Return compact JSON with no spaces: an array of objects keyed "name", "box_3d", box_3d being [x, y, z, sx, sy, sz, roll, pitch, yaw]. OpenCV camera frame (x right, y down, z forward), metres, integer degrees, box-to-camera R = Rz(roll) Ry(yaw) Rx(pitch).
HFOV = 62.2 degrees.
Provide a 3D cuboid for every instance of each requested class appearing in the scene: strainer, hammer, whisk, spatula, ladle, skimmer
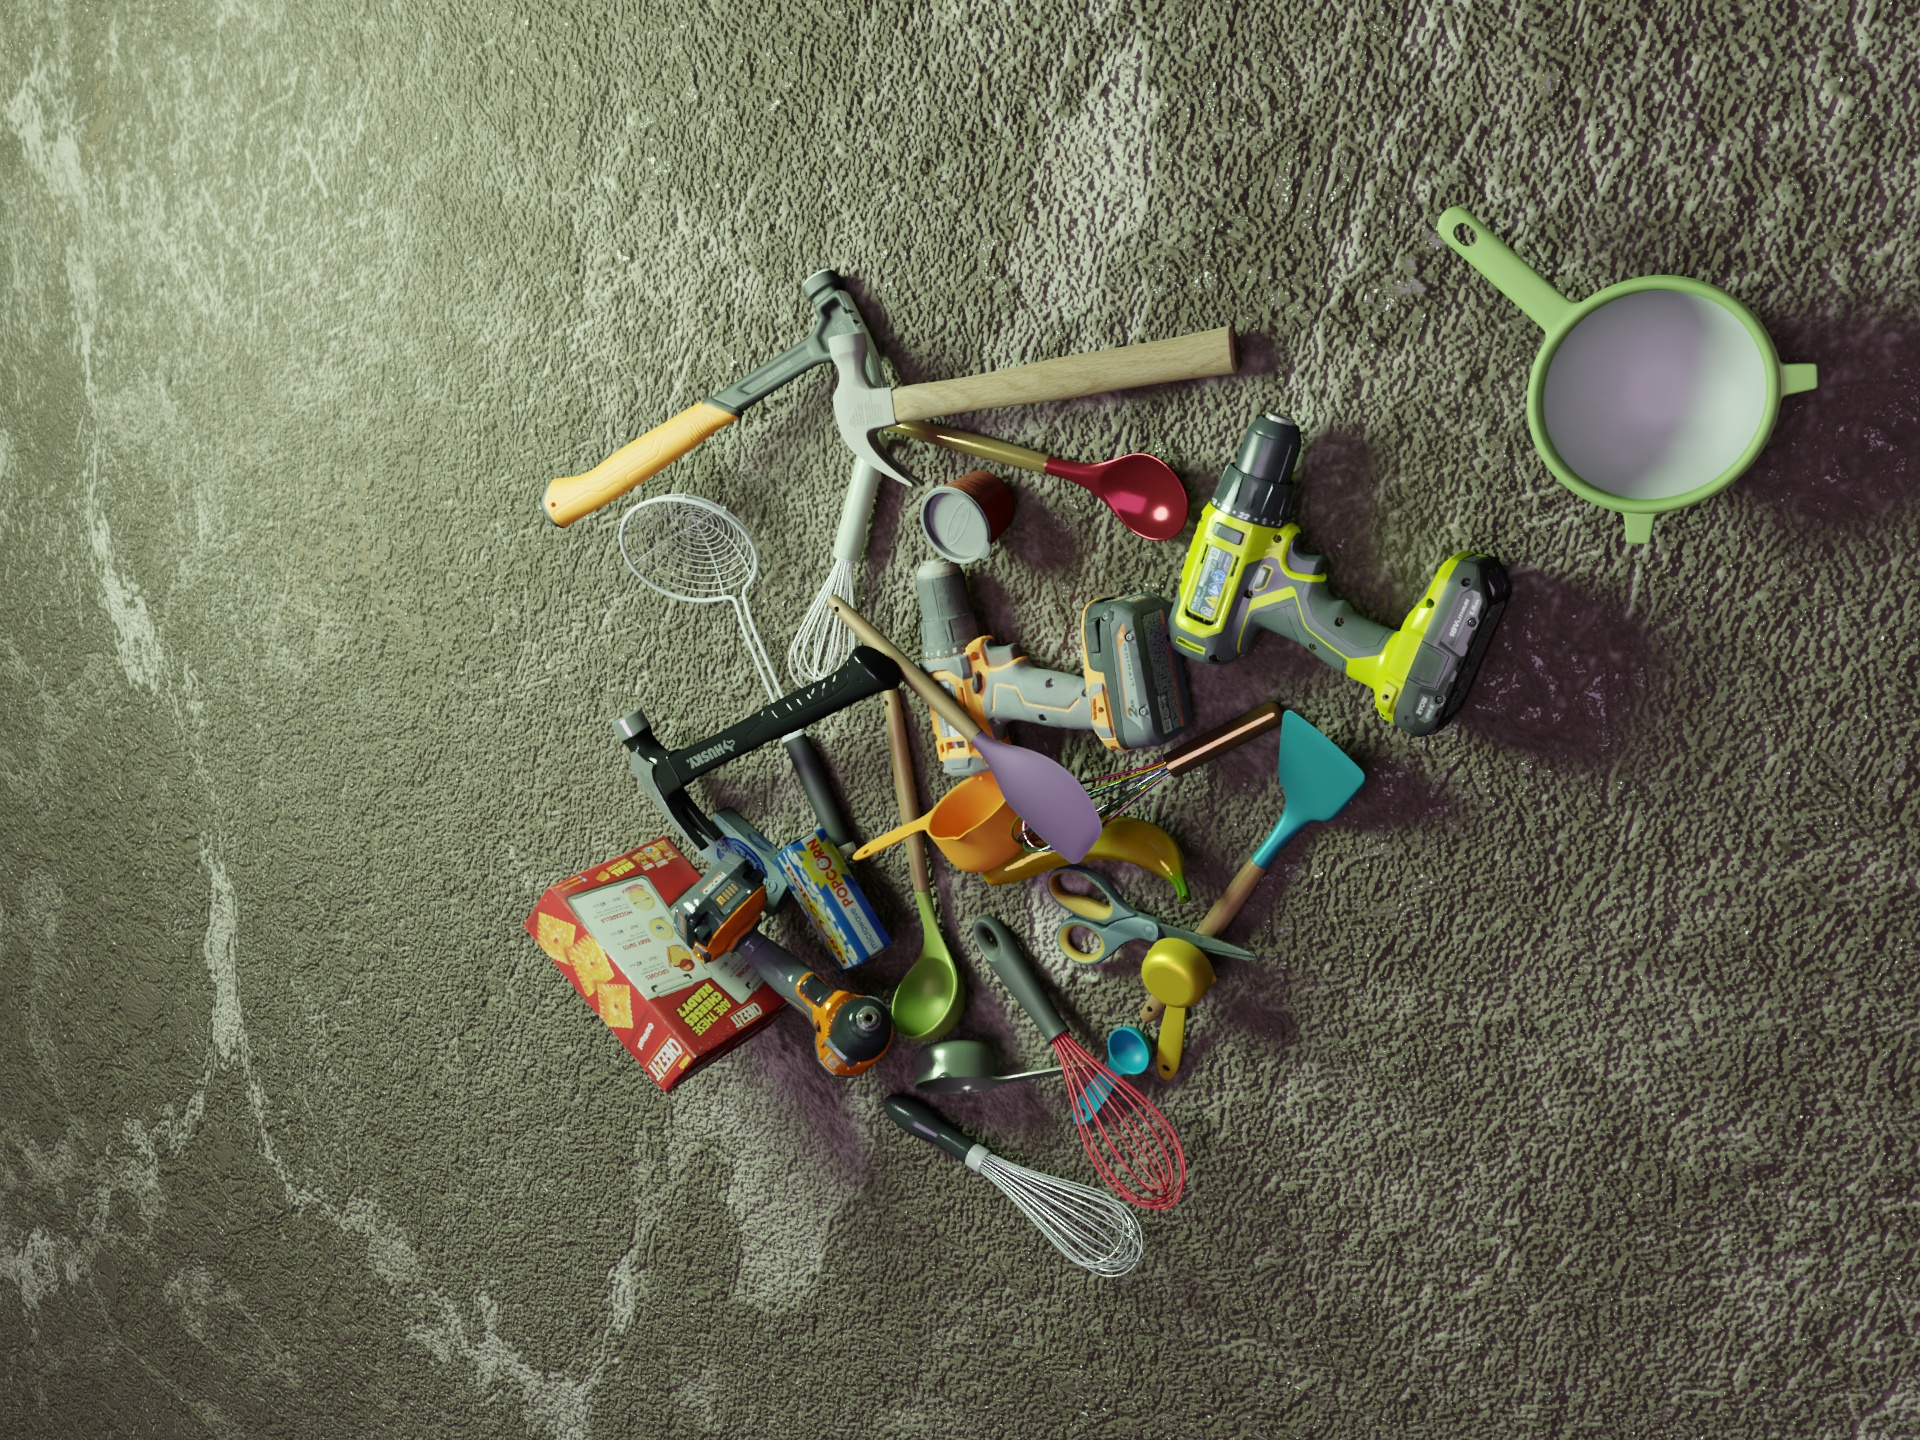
[{"name":"strainer","box_3d":[0.420,-0.251,1.052,0.256,0.069,0.151,47,122,13]},{"name":"hammer","box_3d":[-0.222,-0.253,1.384,0.337,0.034,0.127,-27,82,16]},{"name":"whisk","box_3d":[0.043,0.414,1.445,0.285,0.070,0.070,26,114,28]},{"name":"spatula","box_3d":[0.220,0.133,1.277,0.082,0.044,0.317,45,122,27]},{"name":"ladle","box_3d":[0.050,-0.213,1.299,0.315,0.031,0.069,20,123,26]},{"name":"hammer","box_3d":[0.054,-0.262,1.252,0.331,0.031,0.130,-5,100,22]},{"name":"spatula","box_3d":[-0.002,-0.004,1.308,0.316,0.018,0.059,43,115,21]},{"name":"whisk","box_3d":[-0.101,-0.136,1.395,0.059,0.058,0.246,12,110,-10]},{"name":"hammer","box_3d":[-0.175,0.012,1.415,0.335,0.035,0.146,-24,98,40]},{"name":"whisk","box_3d":[0.146,0.045,1.273,0.245,0.051,0.047,-28,105,18]},{"name":"ladle","box_3d":[-0.047,0.129,1.423,0.078,0.062,0.320,-3,98,47]},{"name":"skimmer","box_3d":[-0.193,-0.035,1.443,0.127,0.090,0.363,-23,90,32]},{"name":"whisk","box_3d":[0.095,0.288,1.364,0.073,0.073,0.296,-48,65,30]}]

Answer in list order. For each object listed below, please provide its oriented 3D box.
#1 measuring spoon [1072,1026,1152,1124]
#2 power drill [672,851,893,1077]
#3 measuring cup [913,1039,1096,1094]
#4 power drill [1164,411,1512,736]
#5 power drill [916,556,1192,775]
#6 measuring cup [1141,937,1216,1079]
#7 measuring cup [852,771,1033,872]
[{"name":"measuring spoon","box_3d":[0.133,0.311,1.391,0.042,0.021,0.128,45,129,22]},{"name":"power drill","box_3d":[-0.153,0.226,1.437,0.226,0.084,0.164,43,158,5]},{"name":"measuring cup","box_3d":[0.039,0.304,1.422,0.167,0.083,0.038,-11,64,13]},{"name":"power drill","box_3d":[0.276,-0.105,1.168,0.229,0.080,0.190,27,115,24]},{"name":"power drill","box_3d":[0.062,-0.054,1.302,0.226,0.084,0.185,-7,99,36]},{"name":"measuring cup","box_3d":[0.173,0.248,1.318,0.062,0.029,0.156,19,127,25]},{"name":"measuring cup","box_3d":[-0.013,0.104,1.372,0.173,0.095,0.052,-25,115,28]}]
